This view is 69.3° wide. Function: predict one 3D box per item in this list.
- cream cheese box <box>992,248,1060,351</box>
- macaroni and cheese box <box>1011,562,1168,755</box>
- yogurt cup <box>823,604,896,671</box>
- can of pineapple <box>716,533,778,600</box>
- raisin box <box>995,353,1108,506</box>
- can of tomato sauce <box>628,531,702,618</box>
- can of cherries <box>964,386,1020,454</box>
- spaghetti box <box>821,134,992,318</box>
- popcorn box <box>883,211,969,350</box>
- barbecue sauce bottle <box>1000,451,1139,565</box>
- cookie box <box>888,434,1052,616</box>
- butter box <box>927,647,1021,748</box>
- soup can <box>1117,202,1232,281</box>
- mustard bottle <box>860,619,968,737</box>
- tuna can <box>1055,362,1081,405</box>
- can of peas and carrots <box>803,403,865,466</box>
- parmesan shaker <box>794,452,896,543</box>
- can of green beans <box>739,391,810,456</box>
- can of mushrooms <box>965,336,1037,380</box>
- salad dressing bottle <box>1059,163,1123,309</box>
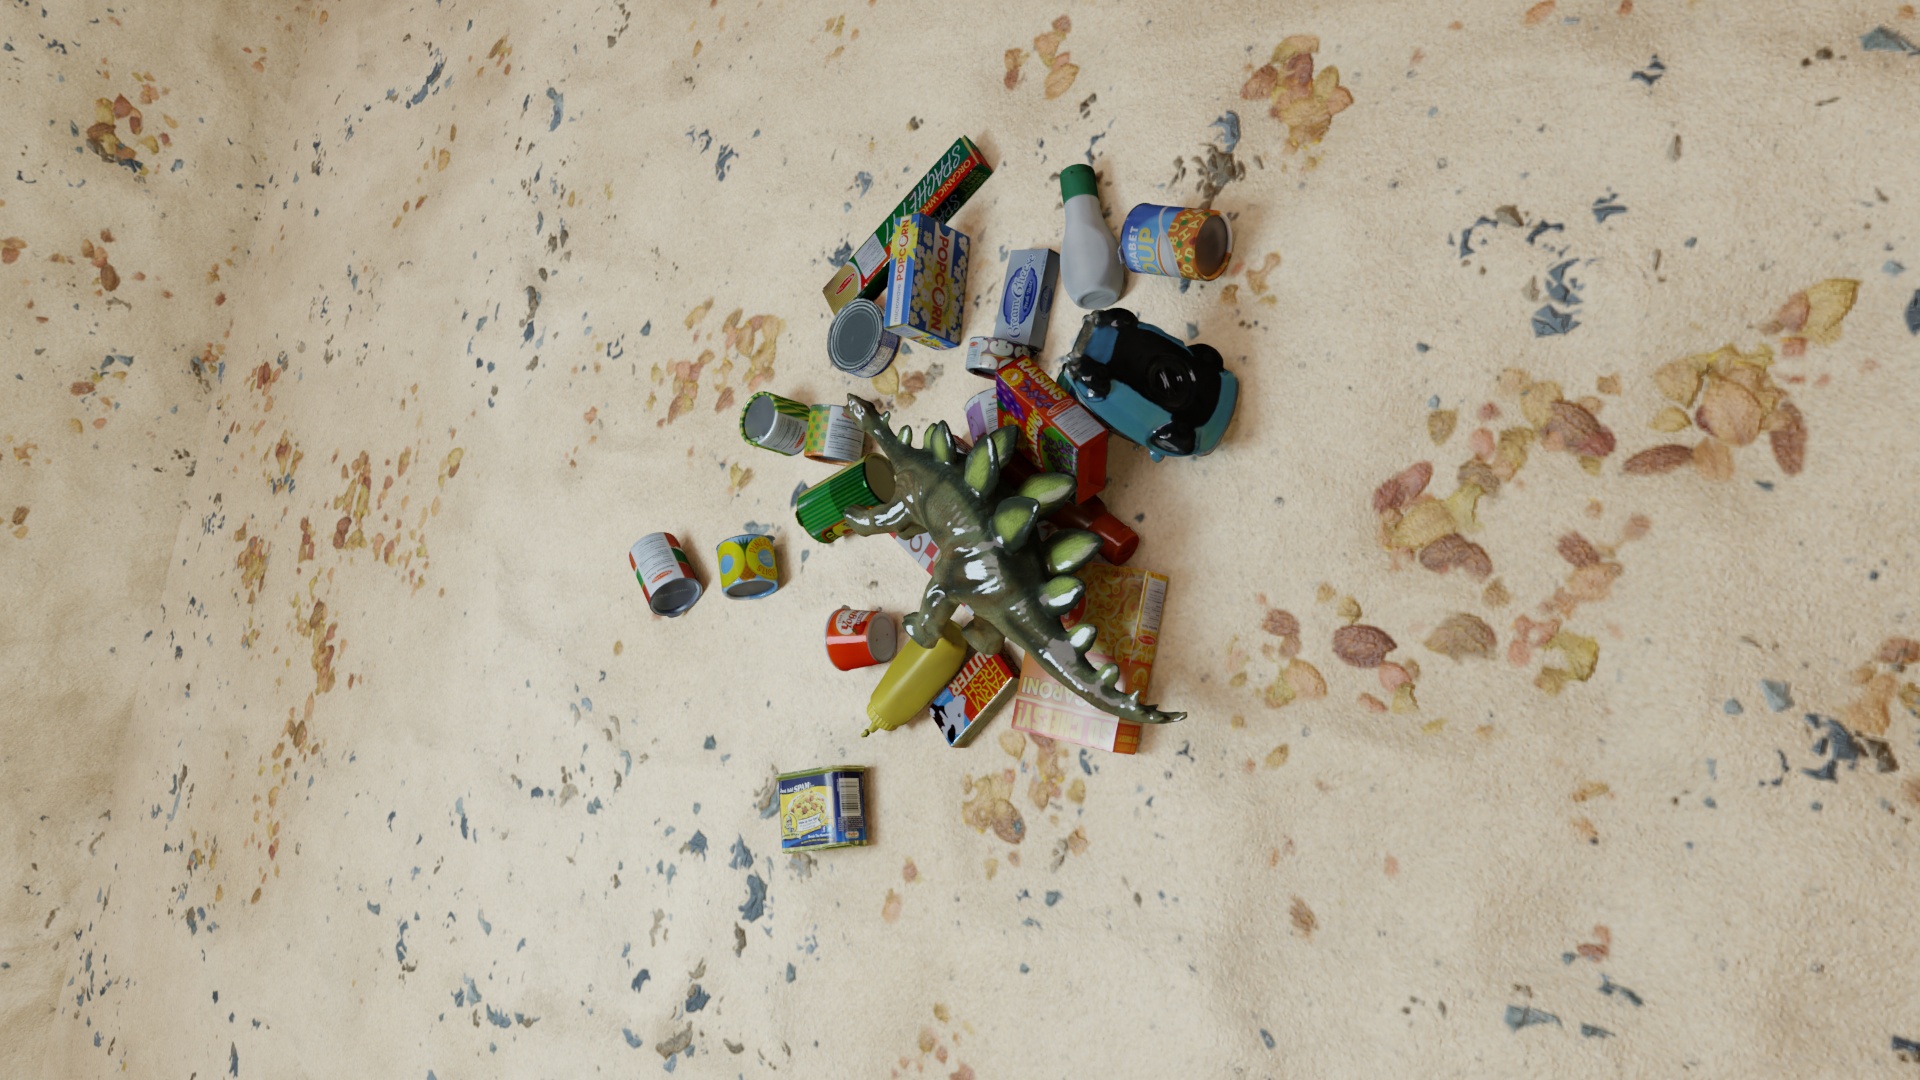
[{"bbox_3d":[0.068,-0.248,1.434,0.053,0.024,0.104,8,84,43],"label":"cream cheese box"},{"bbox_3d":[0.120,0.105,1.293,0.123,0.040,0.166,7,84,42],"label":"macaroni and cheese box"},{"bbox_3d":[-0.104,0.104,1.470,0.054,0.072,0.072,-6,76,31],"label":"yogurt cup"},{"bbox_3d":[-0.245,0.031,1.604,0.071,0.071,0.058,-27,64,33],"label":"can of pineapple"},{"bbox_3d":[0.084,-0.104,1.296,0.040,0.085,0.124,-33,58,-18],"label":"raisin box"},{"bbox_3d":[-0.363,0.042,1.704,0.071,0.071,0.083,-49,53,21],"label":"can of tomato sauce"},{"bbox_3d":[0.042,-0.113,1.398,0.071,0.071,0.058,-29,63,32],"label":"can of cherries"},{"bbox_3d":[-0.062,-0.347,1.566,0.249,0.029,0.050,-43,56,25],"label":"spaghetti box"},{"bbox_3d":[-0.036,-0.276,1.488,0.038,0.085,0.127,-3,78,41],"label":"popcorn box"},{"bbox_3d":[0.105,-0.032,1.327,0.149,0.065,0.043,39,122,30],"label":"barbecue sauce bottle"},{"bbox_3d":[0.005,-0.018,1.421,0.168,0.040,0.122,43,108,37],"label":"cookie box"},{"bbox_3d":[0.016,0.153,1.380,0.103,0.024,0.053,-51,53,20],"label":"butter box"},{"bbox_3d":[0.200,-0.277,1.298,0.084,0.071,0.071,18,92,41],"label":"soup can"},{"bbox_3d":[-0.053,0.148,1.419,0.159,0.049,0.065,-51,20,24],"label":"mustard bottle"},{"bbox_3d":[0.121,-0.138,1.332,0.033,0.071,0.071,-5,76,38],"label":"tuna can"},{"bbox_3d":[-0.140,-0.117,1.552,0.071,0.071,0.059,3,82,41],"label":"can of peas and carrots"},{"bbox_3d":[-0.121,-0.045,1.514,0.103,0.071,0.071,-27,64,33],"label":"parmesan shaker"},{"bbox_3d":[-0.216,-0.137,1.626,0.071,0.058,0.071,-11,73,39],"label":"can of green beans"},{"bbox_3d":[0.041,-0.183,1.415,0.071,0.071,0.033,7,85,41],"label":"can of mushrooms"},{"bbox_3d":[0.126,-0.305,1.386,0.064,0.044,0.148,-22,65,37],"label":"salad dressing bottle"}]
